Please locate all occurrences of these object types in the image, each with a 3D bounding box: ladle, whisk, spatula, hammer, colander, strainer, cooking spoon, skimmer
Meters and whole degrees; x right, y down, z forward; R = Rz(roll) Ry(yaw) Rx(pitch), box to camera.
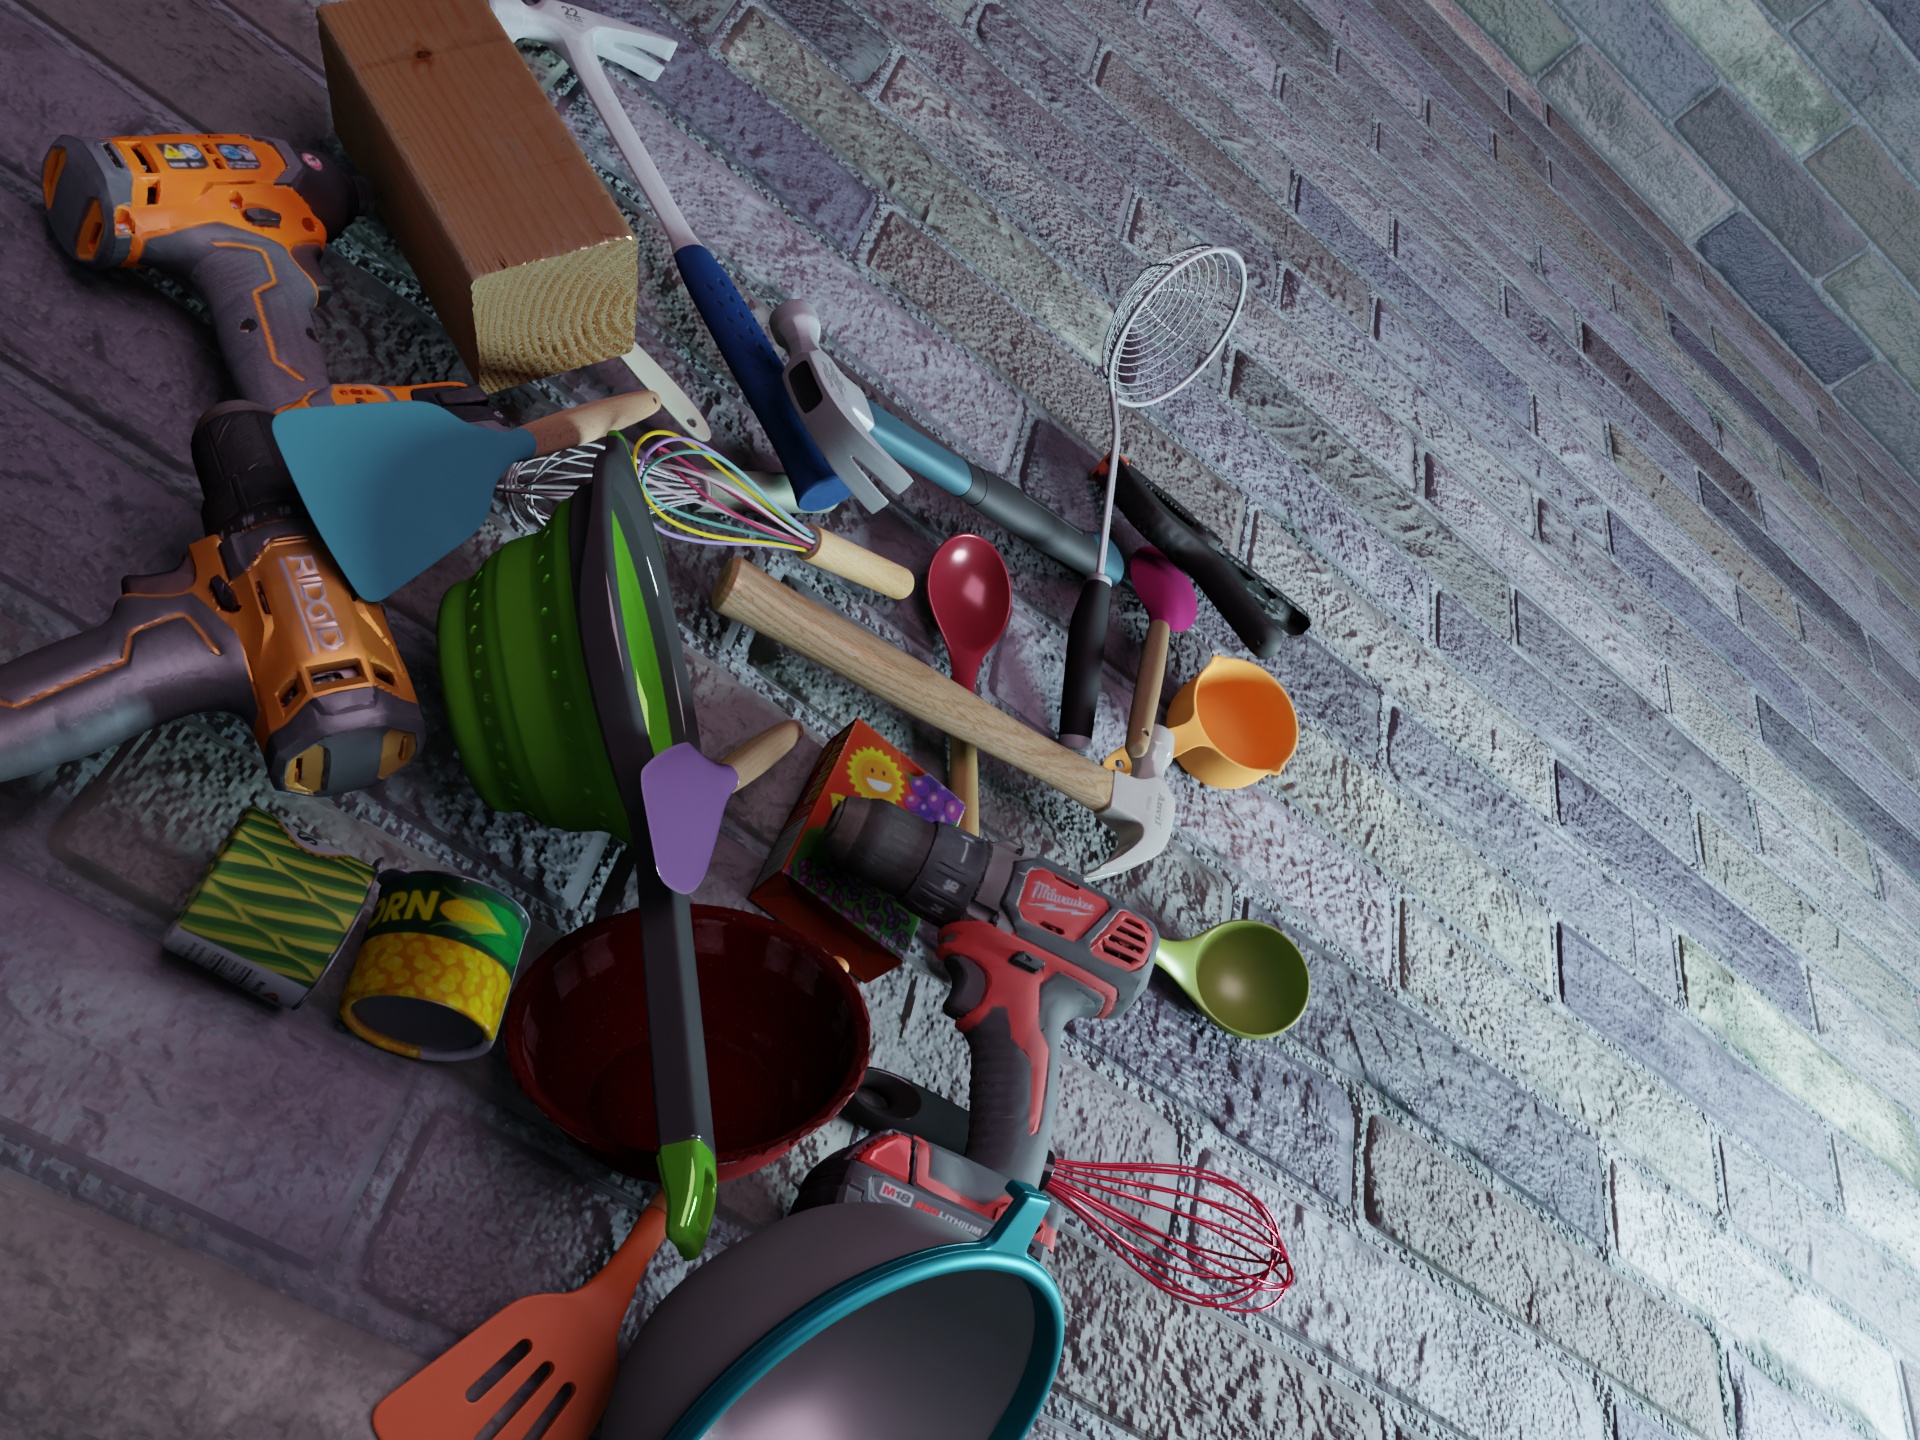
[{"bbox_3d":[0.093,0.118,0.947,0.319,0.062,0.078,28,57,-35],"label":"ladle"},{"bbox_3d":[-0.161,-0.134,0.927,0.246,0.059,0.058,-8,106,-49],"label":"whisk"},{"bbox_3d":[-0.132,0.214,0.732,0.081,0.041,0.323,48,38,-8],"label":"spatula"},{"bbox_3d":[-0.002,-0.003,0.953,0.331,0.031,0.130,29,50,-24],"label":"hammer"},{"bbox_3d":[-0.171,-0.306,1.012,0.144,0.035,0.406,-12,67,-46],"label":"hammer"},{"bbox_3d":[0.003,0.017,0.985,0.069,0.031,0.316,22,52,-30],"label":"ladle"},{"bbox_3d":[-0.213,-0.135,0.774,0.082,0.044,0.317,65,16,-12],"label":"spatula"},{"bbox_3d":[-0.171,0.046,0.702,0.094,0.204,0.398,-11,54,-3],"label":"colander"},{"bbox_3d":[-0.107,0.026,0.757,0.316,0.018,0.060,-63,143,-82],"label":"spatula"},{"bbox_3d":[0.007,-0.156,1.043,0.330,0.033,0.128,22,41,-49],"label":"hammer"},{"bbox_3d":[0.061,0.250,0.859,0.295,0.073,0.073,27,47,-17],"label":"whisk"},{"bbox_3d":[-0.119,0.293,0.626,0.340,0.210,0.095,-20,39,-28],"label":"strainer"},{"bbox_3d":[0.137,-0.054,1.107,0.068,0.017,0.319,43,27,-11],"label":"cooking spoon"},{"bbox_3d":[-0.101,-0.114,0.925,0.244,0.051,0.047,19,35,-55],"label":"whisk"},{"bbox_3d":[0.130,-0.151,1.084,0.127,0.090,0.363,42,55,-64],"label":"skimmer"}]

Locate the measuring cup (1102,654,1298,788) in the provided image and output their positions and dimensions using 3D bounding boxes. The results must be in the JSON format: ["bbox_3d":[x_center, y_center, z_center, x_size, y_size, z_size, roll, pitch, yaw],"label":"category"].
[{"bbox_3d":[0.156,0.017,1.112,0.173,0.052,0.095,-19,76,-31],"label":"measuring cup"}]

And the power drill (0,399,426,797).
[{"bbox_3d":[-0.346,-0.042,0.624,0.226,0.084,0.185,-14,65,-31],"label":"power drill"}]

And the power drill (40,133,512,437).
[{"bbox_3d":[-0.322,-0.197,0.794,0.164,0.084,0.226,-27,79,-50],"label":"power drill"}]

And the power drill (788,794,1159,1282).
[{"bbox_3d":[-0.010,0.157,0.795,0.188,0.080,0.227,28,59,-10],"label":"power drill"}]

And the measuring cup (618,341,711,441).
[{"bbox_3d":[-0.215,-0.220,0.938,0.167,0.038,0.083,46,42,-11],"label":"measuring cup"}]
